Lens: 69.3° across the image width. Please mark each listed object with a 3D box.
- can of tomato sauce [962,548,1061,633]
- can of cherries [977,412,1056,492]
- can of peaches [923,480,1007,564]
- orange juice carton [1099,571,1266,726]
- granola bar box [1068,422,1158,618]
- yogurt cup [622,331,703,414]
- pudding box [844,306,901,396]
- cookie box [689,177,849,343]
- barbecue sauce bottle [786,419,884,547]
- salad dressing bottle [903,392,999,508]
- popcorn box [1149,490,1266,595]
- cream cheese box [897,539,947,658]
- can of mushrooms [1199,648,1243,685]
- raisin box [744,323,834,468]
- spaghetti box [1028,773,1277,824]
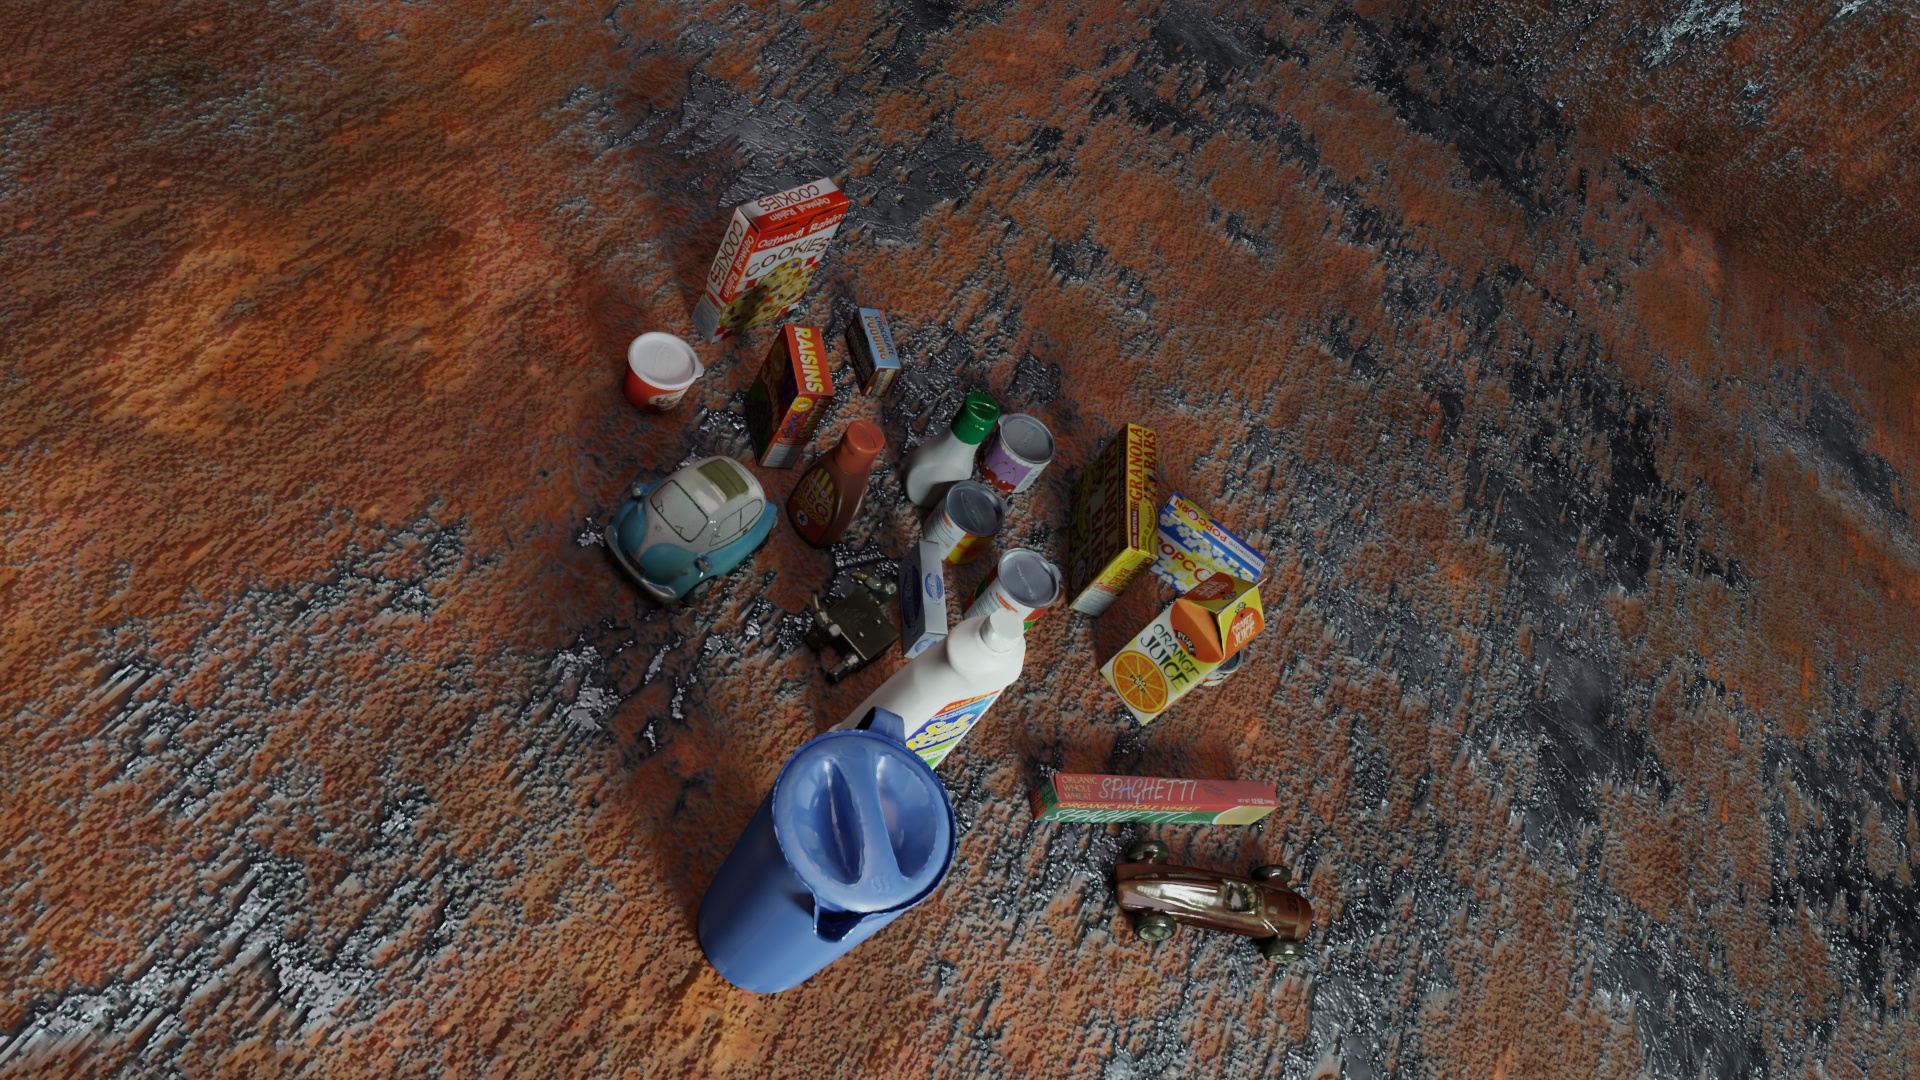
[{"bbox_3d":[0.050,0.056,1.351,0.071,0.082,0.071,15,52,-20],"label":"can of tomato sauce"},{"bbox_3d":[0.058,-0.095,1.479,0.071,0.058,0.072,15,52,-20],"label":"can of cherries"},{"bbox_3d":[0.005,-0.017,1.395,0.071,0.057,0.071,15,52,-20],"label":"can of peaches"},{"bbox_3d":[0.224,0.097,1.346,0.072,0.191,0.073,-27,74,-39],"label":"orange juice carton"},{"bbox_3d":[0.157,-0.022,1.439,0.039,0.123,0.166,18,51,-17],"label":"granola bar box"},{"bbox_3d":[-0.291,-0.158,1.333,0.072,0.053,0.073,15,52,-20],"label":"yogurt cup"},{"bbox_3d":[-0.093,-0.201,1.476,0.030,0.049,0.084,0,58,-29],"label":"pudding box"},{"bbox_3d":[-0.193,-0.281,1.399,0.123,0.166,0.040,-32,77,-40],"label":"cookie box"},{"bbox_3d":[-0.114,-0.056,1.295,0.044,0.147,0.065,-23,72,-38],"label":"barbecue sauce bottle"},{"bbox_3d":[-0.008,-0.089,1.379,0.064,0.147,0.044,14,53,-21],"label":"salad dressing bottle"},{"bbox_3d":[0.252,0.015,1.492,0.127,0.084,0.038,37,48,-1],"label":"popcorn box"},{"bbox_3d":[-0.037,0.057,1.323,0.024,0.053,0.104,10,54,-23],"label":"cream cheese box"},{"bbox_3d":[0.258,0.118,1.457,0.071,0.033,0.071,15,52,-20],"label":"can of mushrooms"},{"bbox_3d":[-0.166,-0.138,1.342,0.040,0.122,0.086,3,57,-28],"label":"raisin box"},{"bbox_3d":[0.185,0.246,1.314,0.250,0.050,0.029,6,55,-25],"label":"spaghetti box"}]
